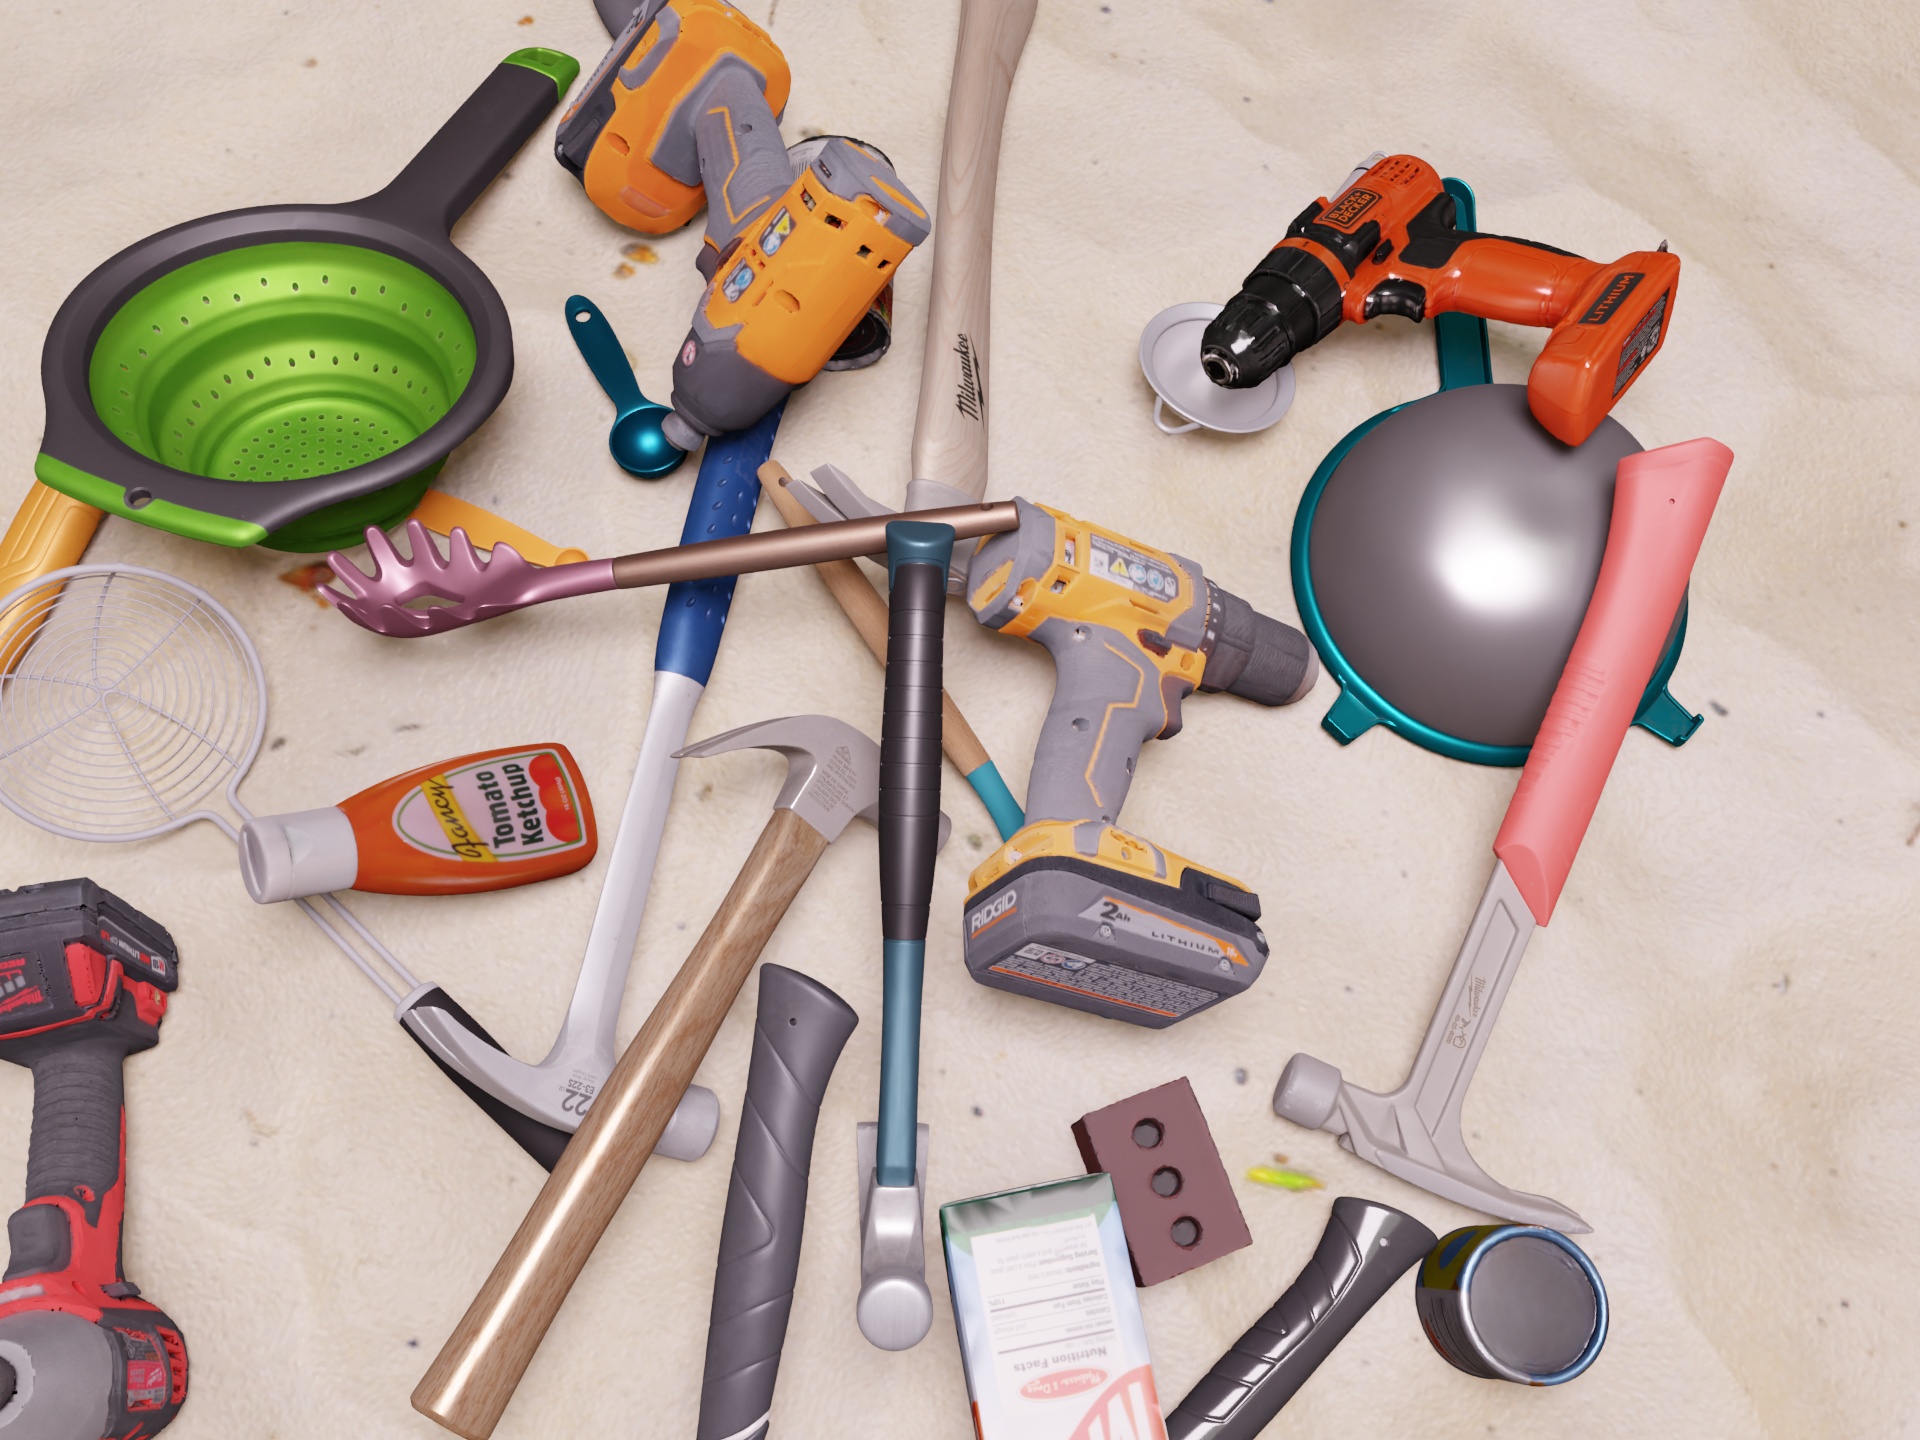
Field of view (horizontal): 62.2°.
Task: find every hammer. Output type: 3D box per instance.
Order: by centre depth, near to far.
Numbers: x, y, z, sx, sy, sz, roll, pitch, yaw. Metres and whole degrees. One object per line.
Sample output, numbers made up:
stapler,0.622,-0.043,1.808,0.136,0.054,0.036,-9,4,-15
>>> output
hammer,-0.099,0.303,0.635,0.149,0.036,0.409,7,80,9
hammer,-0.023,0.078,0.673,0.033,0.128,0.331,2,89,-4
hammer,-0.125,0.137,0.675,0.130,0.031,0.331,43,62,-25
hammer,0.085,0.333,0.676,0.335,0.035,0.146,-41,78,-15
hammer,0.277,0.045,0.724,0.149,0.036,0.359,22,91,5
hammer,-0.140,-0.011,0.753,0.144,0.035,0.406,26,62,-32
hammer,-0.463,-0.031,0.764,0.127,0.034,0.337,16,71,3
hammer,-0.004,-0.261,0.836,0.146,0.038,0.411,24,61,-38

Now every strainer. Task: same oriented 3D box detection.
strainer,0.279,-0.150,0.815,0.211,0.095,0.341,0,73,-3
strainer,0.172,-0.230,0.865,0.087,0.050,0.258,36,68,6

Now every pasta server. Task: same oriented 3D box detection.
pasta server,-0.131,-0.076,0.718,0.316,0.040,0.060,-7,46,6

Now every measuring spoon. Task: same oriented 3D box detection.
measuring spoon,-0.241,-0.095,0.813,0.117,0.011,0.021,22,72,8
measuring spoon,-0.180,-0.175,0.842,0.042,0.021,0.129,-26,66,-10

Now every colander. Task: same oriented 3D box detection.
colander,-0.293,-0.210,0.816,0.204,0.094,0.397,18,54,5

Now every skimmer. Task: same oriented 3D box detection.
skimmer,-0.290,0.078,0.708,0.363,0.090,0.127,41,68,10

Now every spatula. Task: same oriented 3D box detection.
spatula,-0.001,-0.002,0.765,0.082,0.044,0.317,-33,83,-27

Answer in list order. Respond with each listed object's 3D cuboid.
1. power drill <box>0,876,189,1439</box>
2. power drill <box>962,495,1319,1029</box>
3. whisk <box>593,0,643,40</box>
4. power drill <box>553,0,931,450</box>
power drill,-0.369,0.184,0.643,0.078,0.143,0.220,-11,70,-10
power drill,0.089,0.020,0.726,0.185,0.084,0.226,18,56,-23
whisk,-0.231,-0.513,0.931,0.070,0.070,0.285,-19,79,-9
power drill,-0.121,-0.247,0.787,0.164,0.084,0.227,-46,54,21
